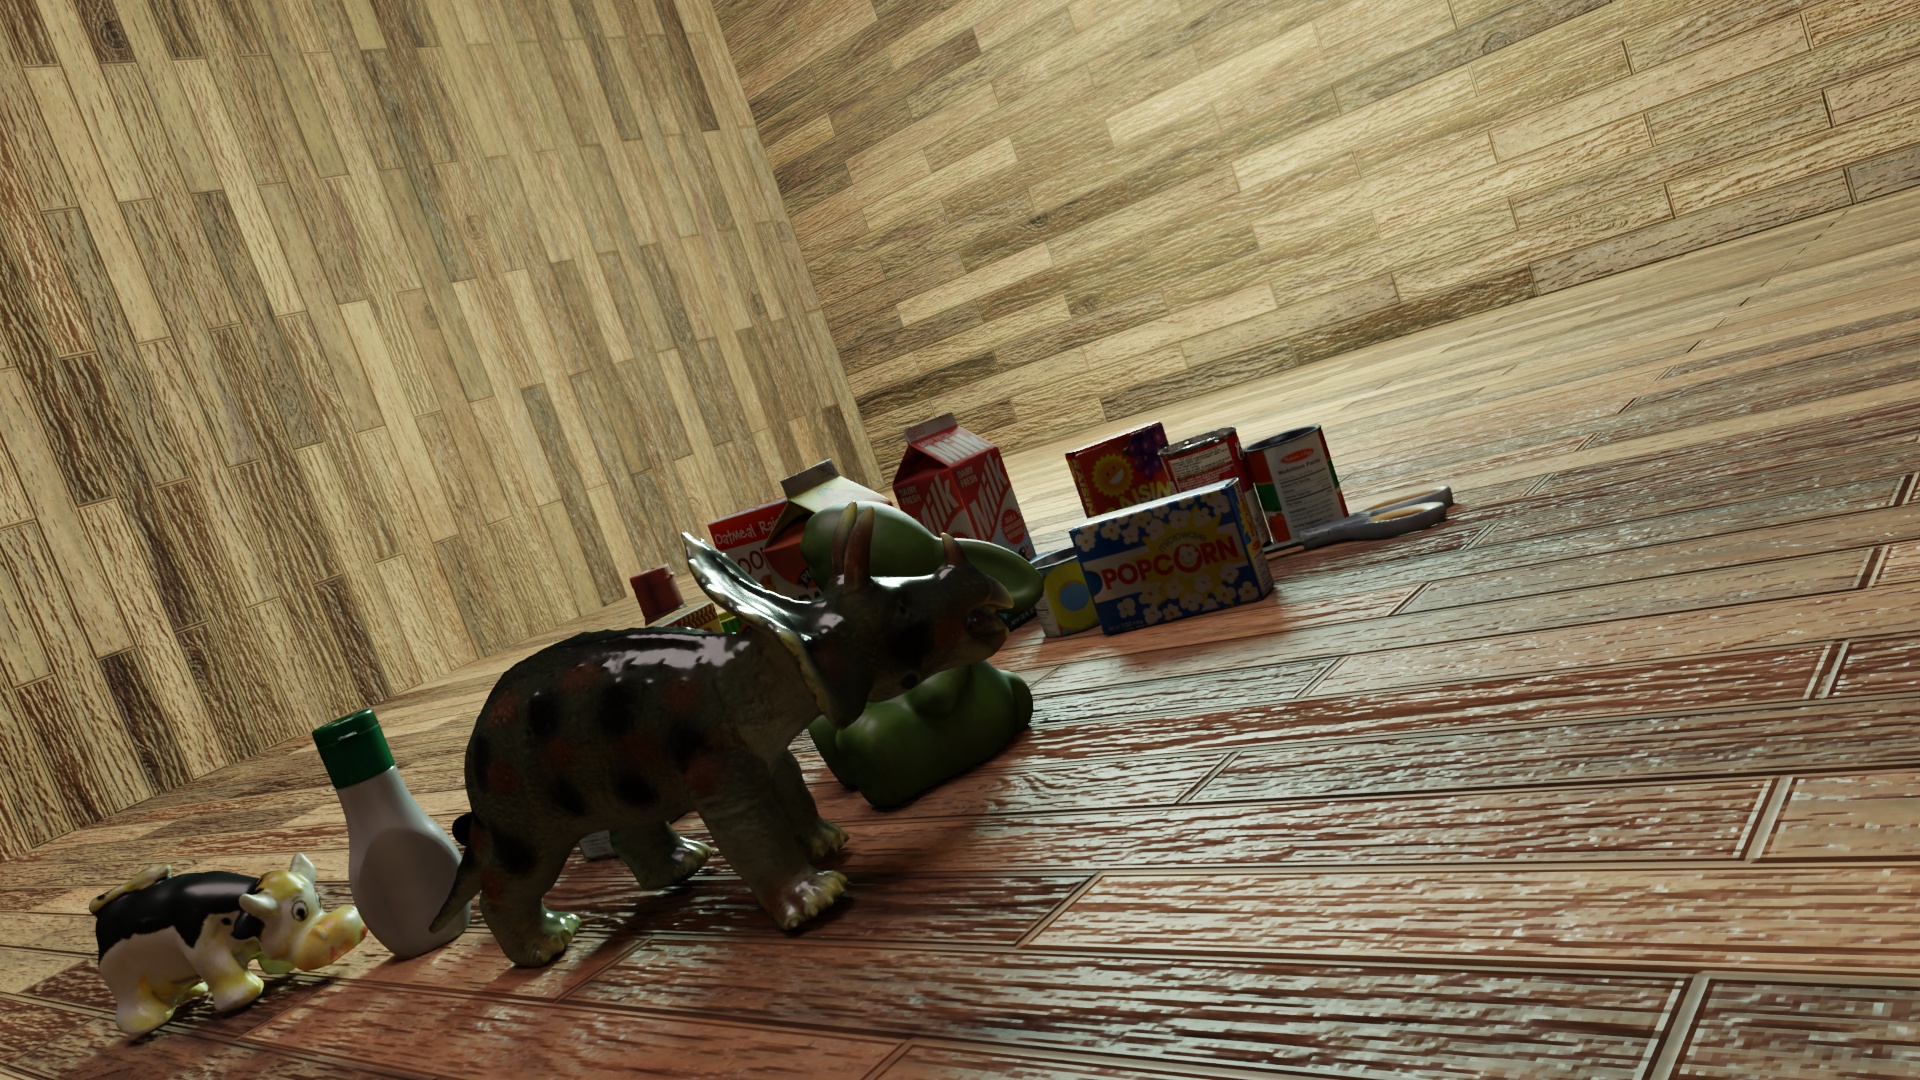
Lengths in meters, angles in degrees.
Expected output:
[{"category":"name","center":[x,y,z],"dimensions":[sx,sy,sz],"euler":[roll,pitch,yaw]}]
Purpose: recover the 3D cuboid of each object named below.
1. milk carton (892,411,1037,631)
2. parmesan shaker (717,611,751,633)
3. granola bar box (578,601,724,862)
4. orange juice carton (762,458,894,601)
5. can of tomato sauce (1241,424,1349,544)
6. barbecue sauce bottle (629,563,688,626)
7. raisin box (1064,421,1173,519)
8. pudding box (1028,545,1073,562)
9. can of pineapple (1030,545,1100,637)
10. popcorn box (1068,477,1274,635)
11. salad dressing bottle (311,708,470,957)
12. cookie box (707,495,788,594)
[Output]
[{"category":"milk carton","center":[0.004,-0.015,1.207],"dimensions":[0.073,0.190,0.072],"euler":[-14,8,41]},{"category":"parmesan shaker","center":[-0.164,0.105,1.090],"dimensions":[0.071,0.103,0.071],"euler":[-19,6,2]},{"category":"granola bar box","center":[-0.214,0.127,0.959],"dimensions":[0.039,0.124,0.166],"euler":[-16,7,31]},{"category":"orange juice carton","center":[-0.075,0.040,0.970],"dimensions":[0.073,0.192,0.072],"euler":[-16,7,29]},{"category":"can of tomato sauce","center":[0.276,-0.046,1.139],"dimensions":[0.071,0.083,0.071],"euler":[-19,6,2]},{"category":"barbecue sauce bottle","center":[-0.245,0.095,1.212],"dimensions":[0.044,0.148,0.065],"euler":[-19,6,3]},{"category":"raisin box","center":[0.153,-0.034,1.225],"dimensions":[0.086,0.123,0.040],"euler":[-21,6,-10]},{"category":"pudding box","center":[0.105,0.027,1.182],"dimensions":[0.083,0.049,0.030],"euler":[-15,7,33]},{"category":"can of pineapple","center":[0.090,0.038,1.100],"dimensions":[0.071,0.058,0.071],"euler":[-19,6,2]},{"category":"popcorn box","center":[0.153,0.012,1.008],"dimensions":[0.126,0.085,0.038],"euler":[-16,7,28]},{"category":"salad dressing bottle","center":[-0.346,0.176,0.840],"dimensions":[0.064,0.147,0.044],"euler":[-22,6,-22]},{"category":"cookie box","center":[-0.155,0.045,1.277],"dimensions":[0.122,0.167,0.040],"euler":[-14,8,43]}]
